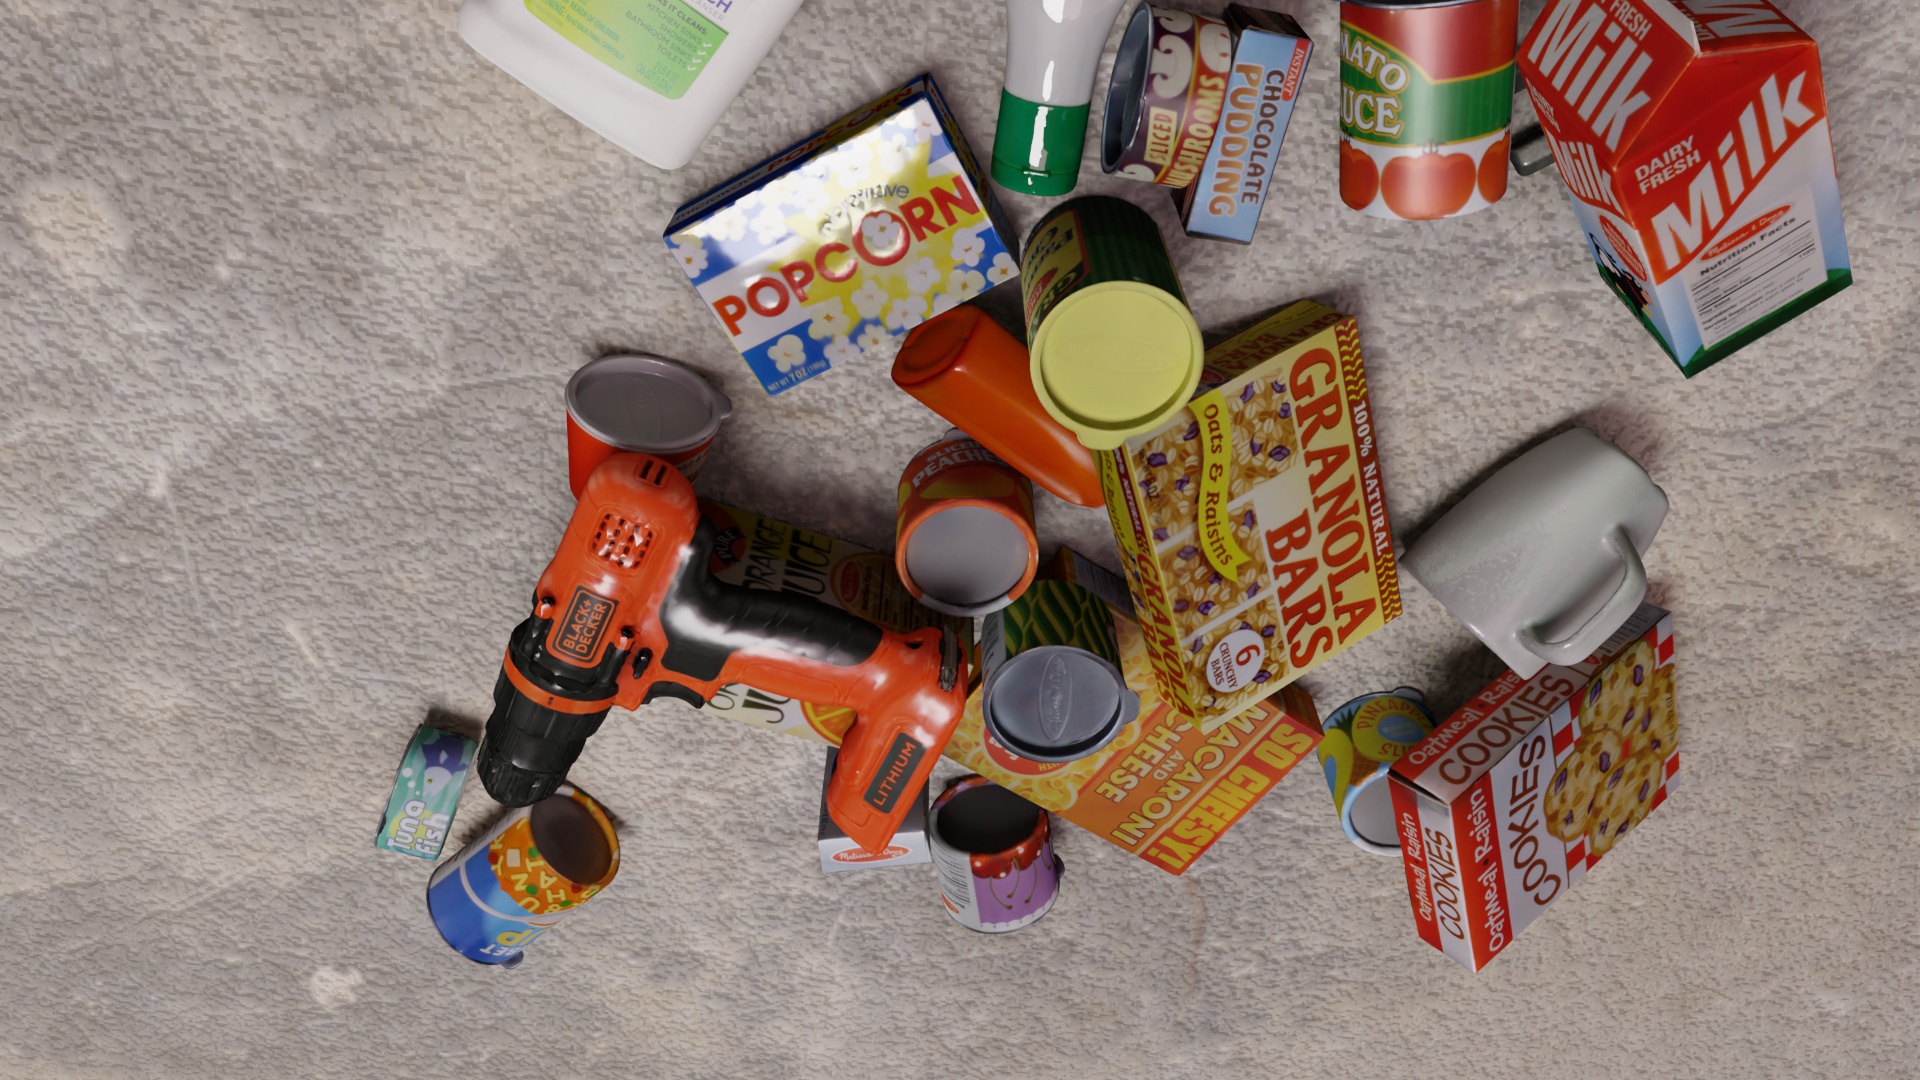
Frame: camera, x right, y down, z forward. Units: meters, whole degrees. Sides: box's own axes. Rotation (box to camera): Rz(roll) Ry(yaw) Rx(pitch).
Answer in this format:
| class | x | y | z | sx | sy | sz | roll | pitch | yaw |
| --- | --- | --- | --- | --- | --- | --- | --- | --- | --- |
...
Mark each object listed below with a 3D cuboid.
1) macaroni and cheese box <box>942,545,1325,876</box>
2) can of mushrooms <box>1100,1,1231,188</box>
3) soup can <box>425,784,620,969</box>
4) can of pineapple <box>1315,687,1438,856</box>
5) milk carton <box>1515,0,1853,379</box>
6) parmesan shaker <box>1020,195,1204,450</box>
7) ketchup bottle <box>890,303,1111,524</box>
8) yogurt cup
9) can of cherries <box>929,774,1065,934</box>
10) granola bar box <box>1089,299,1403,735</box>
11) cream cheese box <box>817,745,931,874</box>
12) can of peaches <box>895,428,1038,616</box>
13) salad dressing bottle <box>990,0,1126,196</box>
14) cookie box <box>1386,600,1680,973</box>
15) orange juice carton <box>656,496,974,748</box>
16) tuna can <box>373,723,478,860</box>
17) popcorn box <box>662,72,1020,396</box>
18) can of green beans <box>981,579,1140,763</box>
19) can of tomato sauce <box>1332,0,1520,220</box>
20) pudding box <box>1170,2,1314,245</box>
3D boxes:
| class | x | y | z | sx | sy | sz | roll | pitch | yaw |
| --- | --- | --- | --- | --- | --- | --- | --- | --- | --- |
| macaroni and cheese box | 0.085 | 0.093 | 0.726 | 0.166 | 0.040 | 0.123 | 30 | 116 | -18 |
| can of mushrooms | 0.079 | -0.172 | 0.542 | 0.033 | 0.071 | 0.070 | 9 | 121 | -9 |
| soup can | -0.236 | 0.184 | 0.760 | 0.083 | 0.072 | 0.071 | -38 | 115 | 20 |
| can of pineapple | 0.228 | 0.123 | 0.737 | 0.071 | 0.058 | 0.070 | 0 | 122 | -1 |
| milk carton | 0.271 | -0.149 | 0.521 | 0.073 | 0.072 | 0.190 | -33 | 141 | 18 |
| parmesan shaker | 0.058 | -0.092 | 0.572 | 0.071 | 0.103 | 0.071 | 0 | 122 | -1 |
| ketchup bottle | 0.041 | -0.048 | 0.627 | 0.148 | 0.064 | 0.043 | 34 | 75 | -28 |
| yogurt cup | -0.145 | -0.043 | 0.624 | 0.072 | 0.073 | 0.053 | 13 | 129 | -9 |
| can of cherries | 0.020 | 0.169 | 0.759 | 0.071 | 0.072 | 0.058 | -8 | 121 | 4 |
| granola bar box | 0.133 | -0.010 | 0.636 | 0.124 | 0.039 | 0.164 | -28 | 122 | -15 |
| cream cheese box | -0.042 | 0.125 | 0.706 | 0.053 | 0.104 | 0.024 | -5 | 118 | 1 |
| can of peaches | 0.002 | -0.008 | 0.650 | 0.071 | 0.058 | 0.071 | 0 | 123 | -1 |
| salad dressing bottle | 0.039 | -0.209 | 0.535 | 0.064 | 0.044 | 0.146 | 8 | 123 | -2 |
| cookie box | 0.292 | 0.120 | 0.700 | 0.168 | 0.040 | 0.122 | -33 | 123 | -20 |
| orange juice carton | -0.095 | 0.039 | 0.669 | 0.193 | 0.073 | 0.071 | 17 | 120 | -11 |
| tuna can | -0.279 | 0.133 | 0.726 | 0.033 | 0.071 | 0.070 | 19 | 120 | -14 |
| popcorn box | -0.049 | -0.126 | 0.587 | 0.126 | 0.038 | 0.085 | -24 | 119 | 13 |
| can of green beans | 0.043 | 0.060 | 0.647 | 0.071 | 0.058 | 0.071 | 0 | 120 | 0 |
| can of tomato sauce | 0.180 | -0.176 | 0.544 | 0.071 | 0.071 | 0.082 | -8 | 123 | 4 |
| pudding box | 0.111 | -0.167 | 0.558 | 0.030 | 0.050 | 0.083 | 10 | 121 | -5 |
